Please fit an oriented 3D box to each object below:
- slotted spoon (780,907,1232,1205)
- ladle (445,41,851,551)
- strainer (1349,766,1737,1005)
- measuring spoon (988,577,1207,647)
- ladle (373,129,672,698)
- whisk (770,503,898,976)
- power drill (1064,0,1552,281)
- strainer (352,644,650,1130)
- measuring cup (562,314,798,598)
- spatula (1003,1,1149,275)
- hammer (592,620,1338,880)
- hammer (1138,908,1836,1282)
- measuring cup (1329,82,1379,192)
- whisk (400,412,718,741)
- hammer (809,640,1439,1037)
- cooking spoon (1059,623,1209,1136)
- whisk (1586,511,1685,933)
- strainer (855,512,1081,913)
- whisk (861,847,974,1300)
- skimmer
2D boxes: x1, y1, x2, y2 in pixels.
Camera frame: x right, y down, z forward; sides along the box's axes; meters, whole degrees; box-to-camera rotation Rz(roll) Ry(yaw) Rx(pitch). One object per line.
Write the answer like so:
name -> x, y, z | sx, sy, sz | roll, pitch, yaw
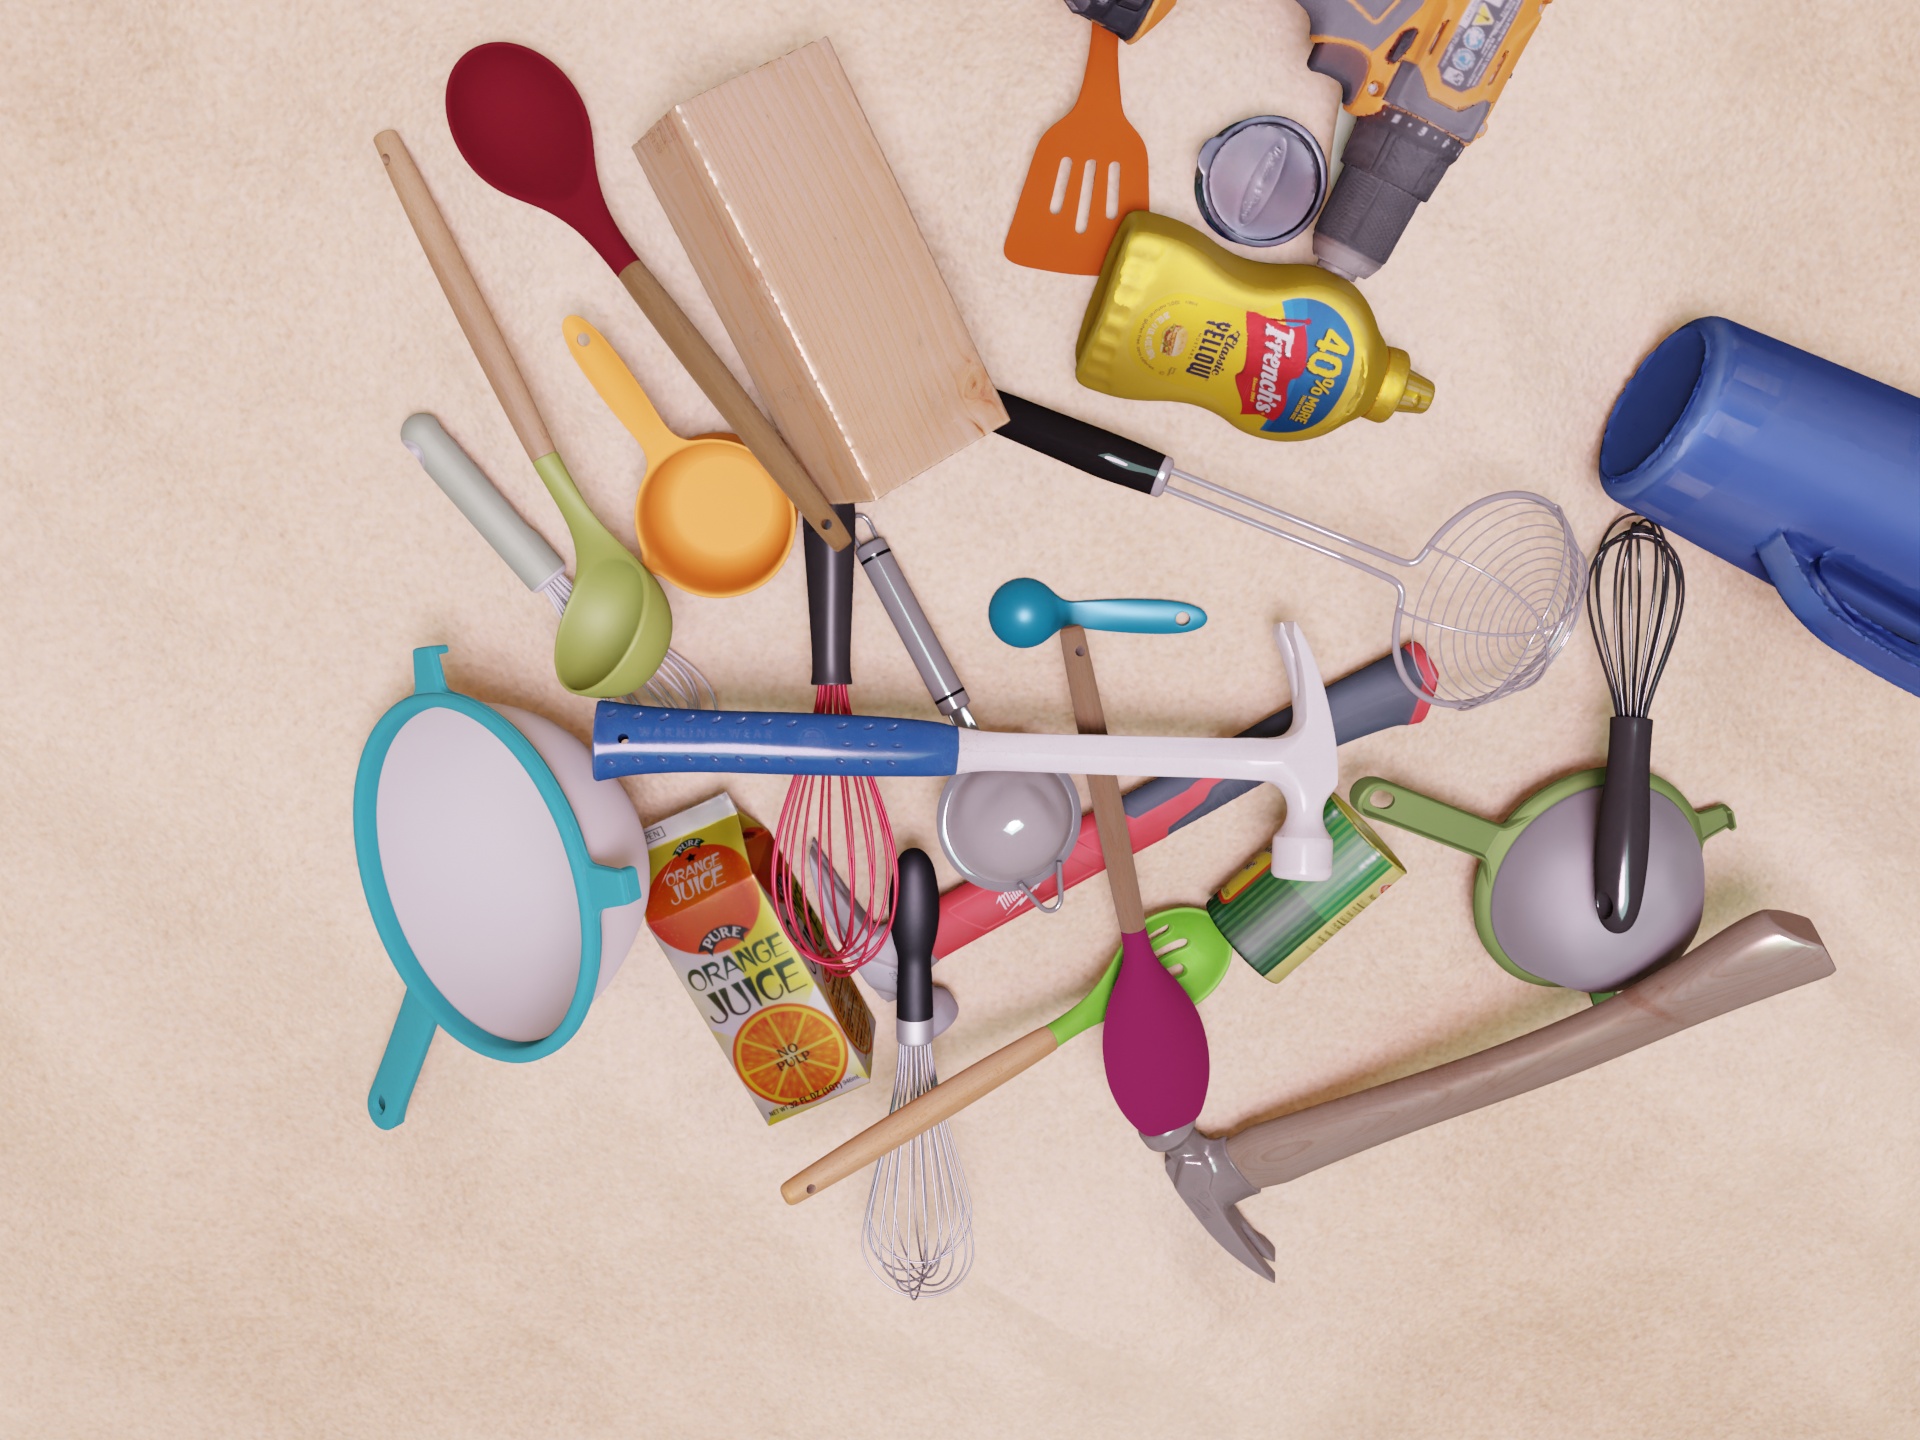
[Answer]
slotted spoon -> 0.032, 0.197, 0.937 | 0.314, 0.031, 0.070 | -27, 109, -23
ladle -> -0.157, -0.217, 0.834 | 0.069, 0.031, 0.315 | -37, 93, 8
strainer -> 0.343, 0.091, 0.930 | 0.256, 0.069, 0.151 | 20, 107, -20
measuring spoon -> 0.080, -0.059, 0.923 | 0.128, 0.021, 0.042 | 1, 108, -1
ladle -> -0.241, -0.161, 0.841 | 0.078, 0.062, 0.320 | -22, 96, 35
whisk -> -0.073, -0.001, 0.898 | 0.073, 0.073, 0.296 | -1, 93, -1
power drill -> 0.158, -0.336, 0.772 | 0.226, 0.084, 0.185 | 21, 111, -12
strainer -> -0.272, 0.124, 0.937 | 0.211, 0.095, 0.340 | 45, 127, 20
measuring cup -> -0.157, -0.149, 0.874 | 0.095, 0.052, 0.173 | -33, 104, 9
spatula -> 0.076, -0.396, 0.816 | 0.081, 0.041, 0.322 | 4, 104, -3
hammer -> 0.009, 0.011, 0.863 | 0.405, 0.035, 0.144 | 2, 89, -8
hammer -> 0.317, 0.223, 0.960 | 0.410, 0.038, 0.146 | -29, 108, 24
measuring cup -> 0.209, -0.356, 0.825 | 0.083, 0.038, 0.167 | 5, 112, -1
whisk -> -0.227, -0.075, 0.902 | 0.059, 0.058, 0.246 | -45, 103, -24
hammer -> 0.099, 0.047, 0.950 | 0.386, 0.038, 0.143 | -30, 105, 8
cooking spoon -> 0.096, 0.098, 0.930 | 0.068, 0.017, 0.318 | -17, 103, -16
whisk -> 0.377, 0.001, 0.900 | 0.055, 0.055, 0.239 | 5, 86, -3
strainer -> -0.001, -0.003, 0.908 | 0.087, 0.050, 0.258 | -28, 91, -10
whisk -> -0.028, 0.214, 0.950 | 0.070, 0.070, 0.284 | -1, 100, -1
skimmer -> 0.172, -0.115, 0.890 | 0.363, 0.090, 0.127 | 23, 106, 7
